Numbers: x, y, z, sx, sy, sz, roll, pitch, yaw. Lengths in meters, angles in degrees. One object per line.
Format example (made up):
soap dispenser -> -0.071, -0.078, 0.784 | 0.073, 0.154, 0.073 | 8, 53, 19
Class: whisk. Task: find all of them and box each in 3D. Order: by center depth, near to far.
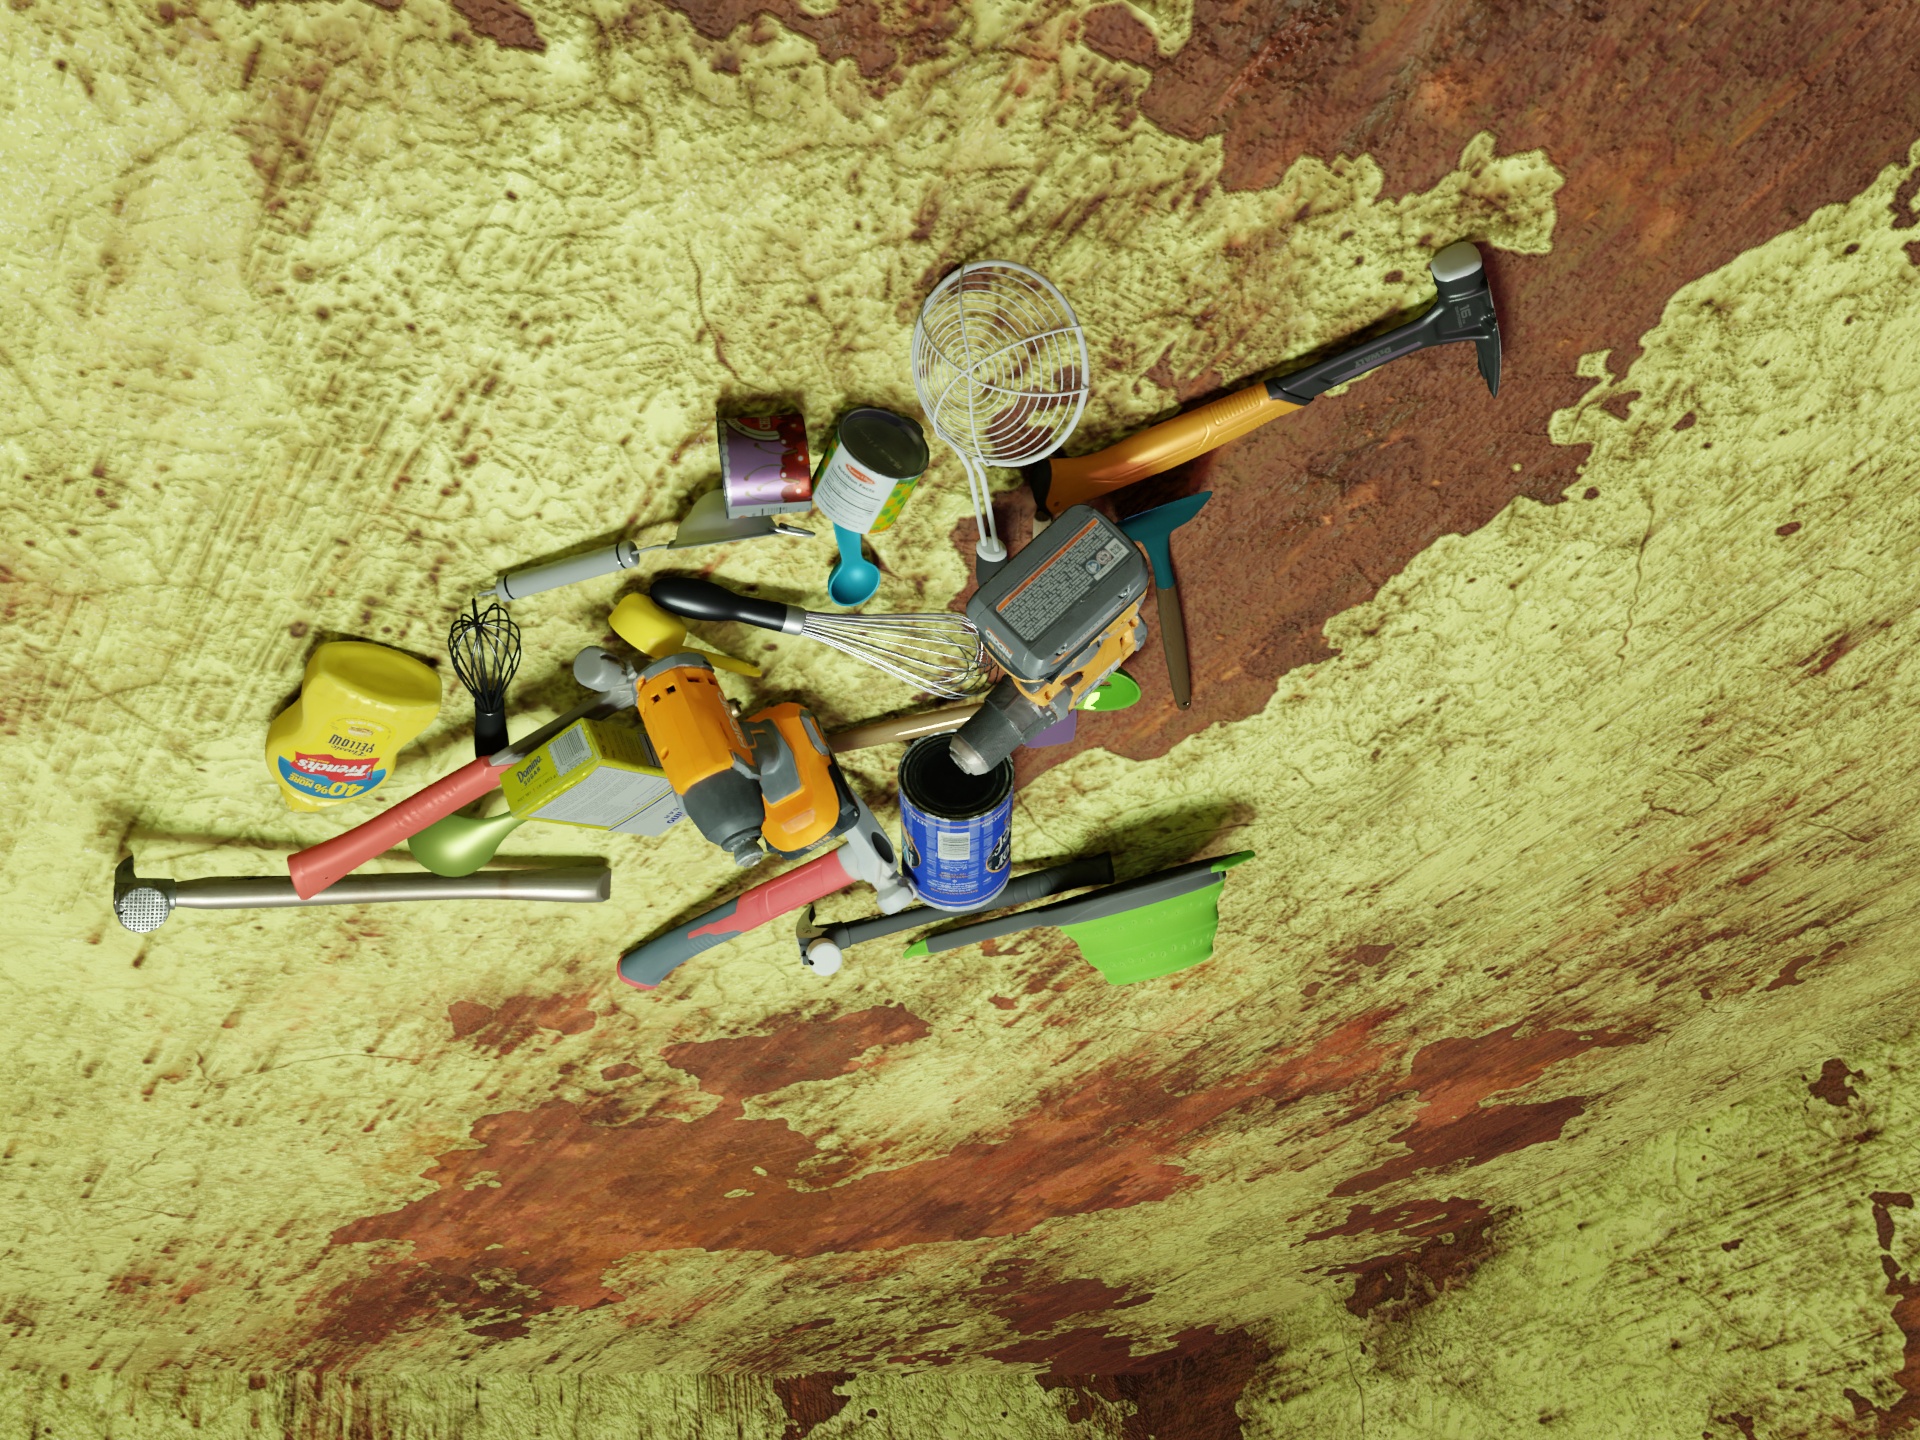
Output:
whisk -> -0.099, -0.072, 1.225 | 0.284, 0.070, 0.070 | 12, 140, -21
whisk -> -0.368, -0.016, 1.238 | 0.055, 0.055, 0.238 | -1, 149, -15

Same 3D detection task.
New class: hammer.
hammer -> 0.209, -0.217, 1.118 | 0.337, 0.034, 0.127 | -21, 143, 14
hammer -> -0.384, 0.050, 1.268 | 0.359, 0.037, 0.149 | -29, 158, 13
hammer -> -0.513, 0.145, 1.398 | 0.410, 0.038, 0.146 | 2, -174, -30
hammer -> -0.214, 0.171, 1.521 | 0.386, 0.038, 0.143 | -28, 99, 37
hammer -> -0.002, 0.182, 1.585 | 0.334, 0.035, 0.146 | -13, -171, -14

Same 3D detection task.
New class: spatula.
spatula -> 0.169, -0.088, 1.281 | 0.082, 0.044, 0.317 | -19, 146, 2
spatula -> 0.068, -0.063, 1.310 | 0.060, 0.018, 0.315 | -8, 146, -2

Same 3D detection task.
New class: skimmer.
skimmer -> 0.034, -0.171, 1.117 | 0.090, 0.127, 0.363 | -53, 162, -15

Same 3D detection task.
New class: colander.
colander -> 0.119, 0.228, 1.620 | 0.397, 0.094, 0.204 | -19, 175, 28

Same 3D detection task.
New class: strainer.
strainer -> -0.229, -0.122, 1.127 | 0.258, 0.050, 0.087 | -14, -171, 13

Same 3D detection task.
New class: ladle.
ladle -> -0.329, 0.049, 1.351 | 0.320, 0.062, 0.078 | -25, 128, 8

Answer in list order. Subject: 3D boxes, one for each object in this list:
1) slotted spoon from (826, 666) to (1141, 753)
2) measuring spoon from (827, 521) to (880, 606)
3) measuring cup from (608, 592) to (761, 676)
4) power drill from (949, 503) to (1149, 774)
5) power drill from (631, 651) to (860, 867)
slotted spoon -> -0.002, -0.004, 1.349 | 0.314, 0.031, 0.070 | -12, 147, 13
measuring spoon -> -0.085, -0.138, 1.169 | 0.042, 0.021, 0.128 | -21, 138, -15
measuring cup -> -0.202, -0.062, 1.222 | 0.156, 0.062, 0.029 | 17, 112, -52
power drill -> 0.059, -0.049, 1.179 | 0.185, 0.084, 0.226 | -42, 166, -6
power drill -> -0.159, 0.047, 1.232 | 0.084, 0.164, 0.226 | -29, 162, 10
